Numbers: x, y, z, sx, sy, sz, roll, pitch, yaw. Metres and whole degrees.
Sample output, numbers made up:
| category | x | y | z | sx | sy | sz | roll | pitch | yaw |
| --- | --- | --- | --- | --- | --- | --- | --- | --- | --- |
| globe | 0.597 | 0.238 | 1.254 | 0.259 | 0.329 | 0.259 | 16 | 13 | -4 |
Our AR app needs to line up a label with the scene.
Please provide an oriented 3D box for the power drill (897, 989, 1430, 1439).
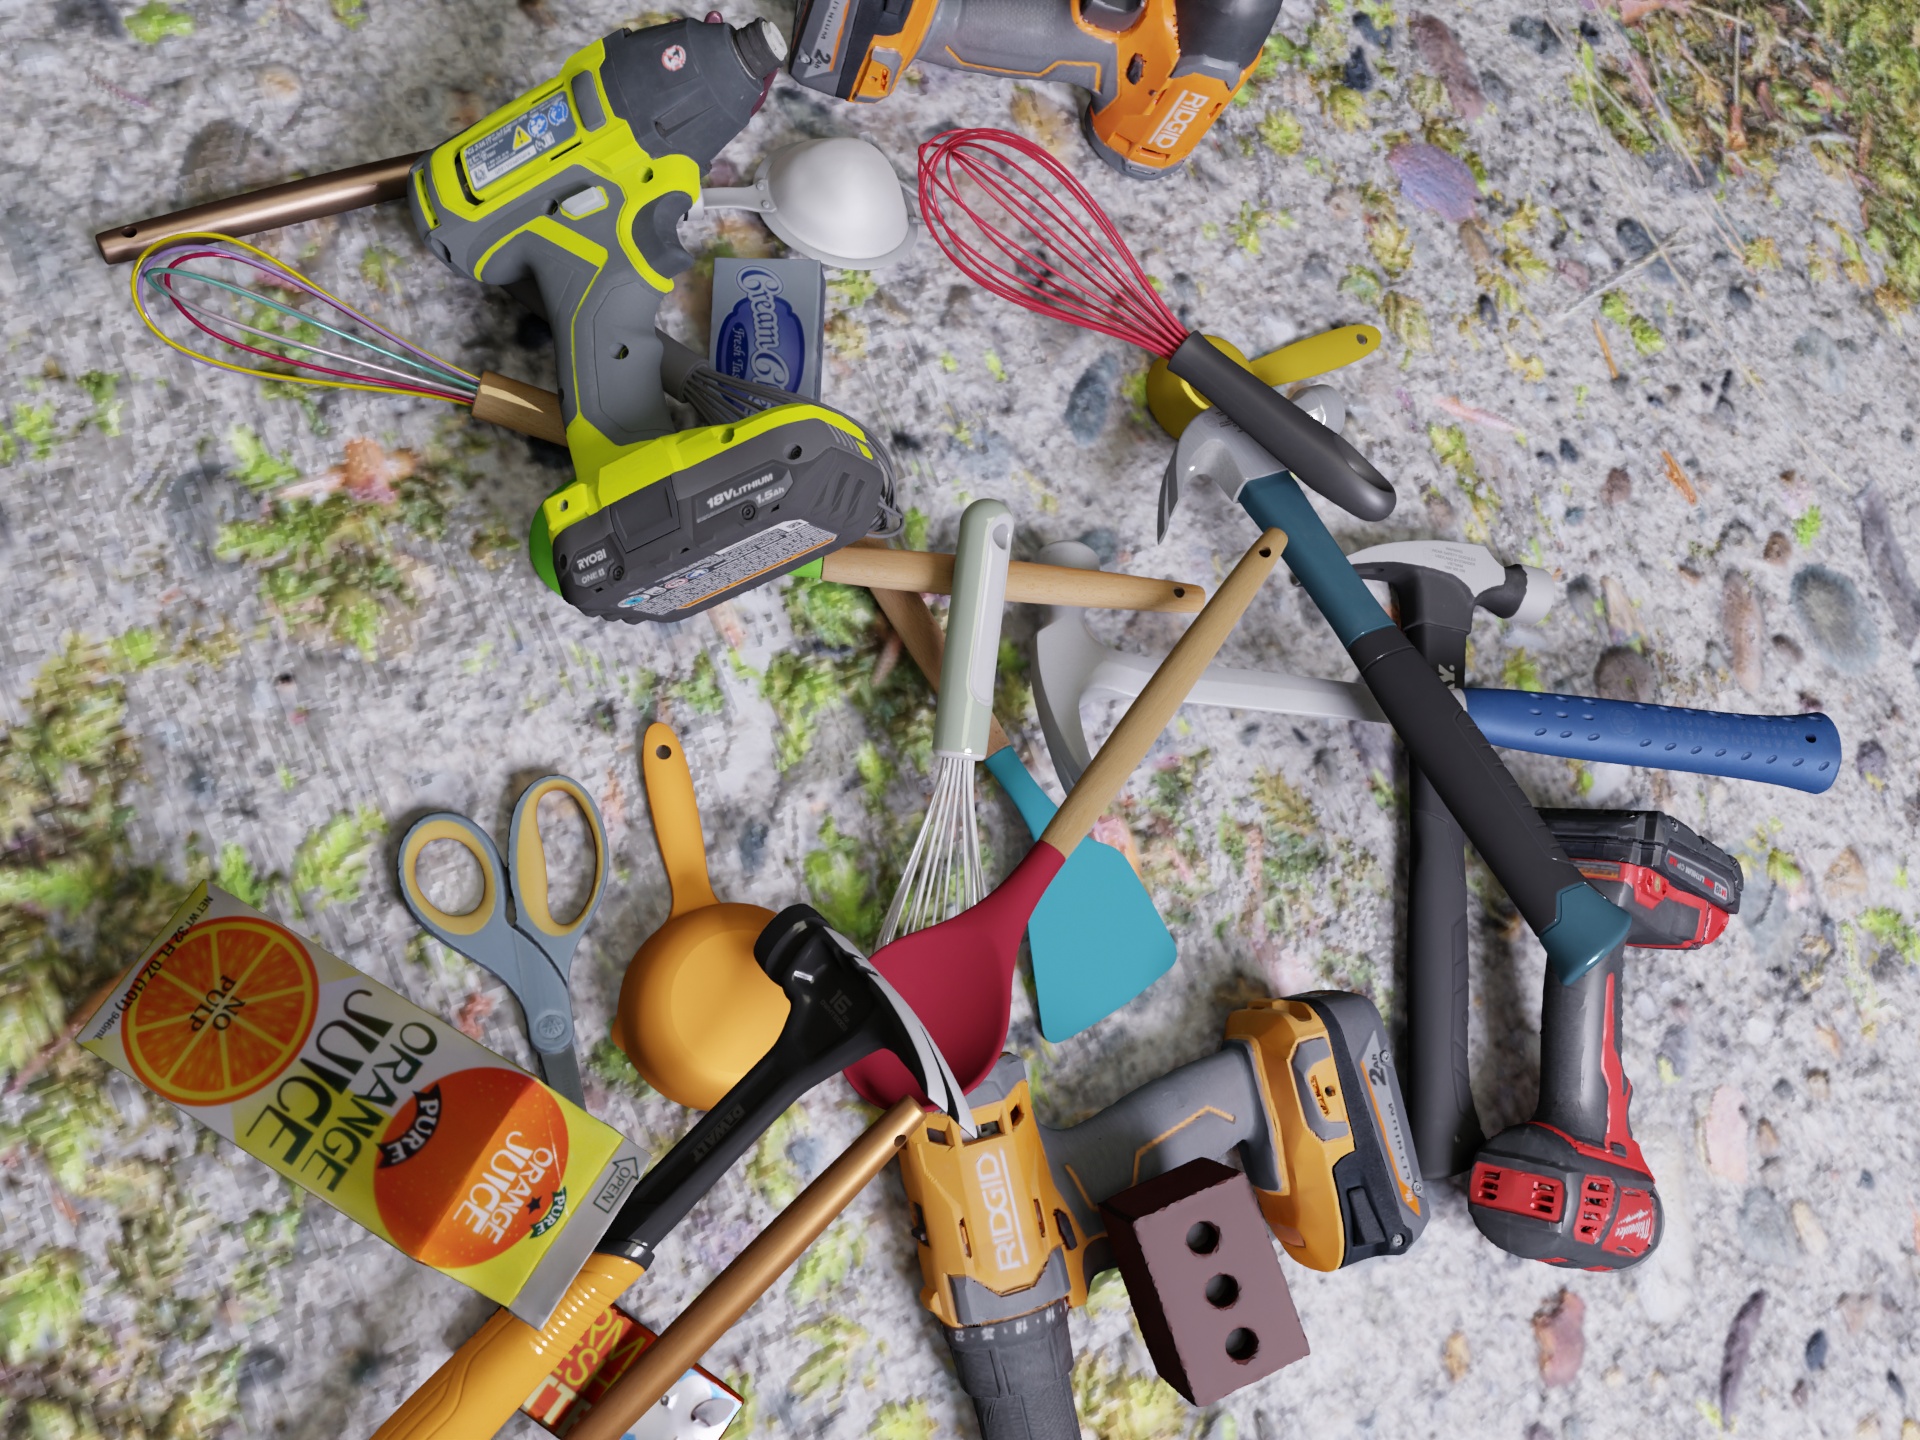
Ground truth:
| category | x | y | z | sx | sy | sz | roll | pitch | yaw |
| --- | --- | --- | --- | --- | --- | --- | --- | --- | --- |
| power drill | 0.090 | 0.224 | 0.706 | 0.226 | 0.084 | 0.185 | -10 | 83 | -18 |

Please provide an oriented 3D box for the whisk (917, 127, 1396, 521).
| category | x | y | z | sx | sy | sz | roll | pitch | yaw |
| --- | --- | --- | --- | --- | --- | --- | --- | --- | --- |
| whisk | 0.093 | -0.193 | 0.778 | 0.296 | 0.073 | 0.073 | 40 | 67 | 7 |

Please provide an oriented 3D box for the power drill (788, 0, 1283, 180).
| category | x | y | z | sx | sy | sz | roll | pitch | yaw |
| --- | --- | --- | --- | --- | --- | --- | --- | --- | --- |
| power drill | 0.042 | -0.354 | 0.783 | 0.226 | 0.164 | 0.084 | 9 | 75 | -16 |

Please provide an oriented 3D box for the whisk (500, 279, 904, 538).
| category | x | y | z | sx | sy | sz | roll | pitch | yaw |
| --- | --- | --- | --- | --- | --- | --- | --- | --- | --- |
| whisk | -0.123 | -0.151 | 0.713 | 0.239 | 0.055 | 0.055 | 34 | 67 | 10 |

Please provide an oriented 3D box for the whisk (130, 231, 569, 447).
| category | x | y | z | sx | sy | sz | roll | pitch | yaw |
| --- | --- | --- | --- | --- | --- | --- | --- | --- | --- |
| whisk | -0.234 | -0.156 | 0.700 | 0.244 | 0.051 | 0.047 | 17 | 66 | -19 |

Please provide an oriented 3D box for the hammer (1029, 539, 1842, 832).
| category | x | y | z | sx | sy | sz | roll | pitch | yaw |
| --- | --- | --- | --- | --- | --- | --- | --- | --- | --- |
| hammer | 0.233 | 0.001 | 0.776 | 0.405 | 0.035 | 0.144 | 6 | 60 | -7 |

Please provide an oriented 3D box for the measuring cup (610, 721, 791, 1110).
| category | x | y | z | sx | sy | sz | roll | pitch | yaw |
| --- | --- | --- | --- | --- | --- | --- | --- | --- | --- |
| measuring cup | -0.108 | 0.080 | 0.680 | 0.095 | 0.052 | 0.174 | -11 | 83 | -22 |

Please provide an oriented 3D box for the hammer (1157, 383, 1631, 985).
| category | x | y | z | sx | sy | sz | roll | pitch | yaw |
| --- | --- | --- | --- | --- | --- | --- | --- | --- | --- |
| hammer | 0.201 | -0.027 | 0.742 | 0.128 | 0.033 | 0.331 | -16 | 61 | -22 |

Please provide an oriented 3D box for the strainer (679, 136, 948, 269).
| category | x | y | z | sx | sy | sz | roll | pitch | yaw |
| --- | --- | --- | --- | --- | --- | --- | --- | --- | --- |
| strainer | -0.122 | -0.252 | 0.766 | 0.258 | 0.050 | 0.087 | -10 | 65 | -19 |

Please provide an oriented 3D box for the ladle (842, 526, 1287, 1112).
| category | x | y | z | sx | sy | sz | roll | pitch | yaw |
| --- | --- | --- | --- | --- | --- | --- | --- | --- | --- |
| ladle | 0.054 | 0.035 | 0.691 | 0.069 | 0.031 | 0.315 | 36 | 75 | 5 |

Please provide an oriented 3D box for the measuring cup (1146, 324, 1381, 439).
| category | x | y | z | sx | sy | sz | roll | pitch | yaw |
| --- | --- | --- | --- | --- | --- | --- | --- | --- | --- |
| measuring cup | 0.172 | -0.194 | 0.862 | 0.156 | 0.029 | 0.062 | -22 | 85 | -21 |

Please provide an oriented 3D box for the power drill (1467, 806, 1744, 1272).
| category | x | y | z | sx | sy | sz | roll | pitch | yaw |
| --- | --- | --- | --- | --- | --- | --- | --- | --- | --- |
| power drill | 0.323 | 0.163 | 0.796 | 0.143 | 0.078 | 0.220 | 24 | 73 | -39 |

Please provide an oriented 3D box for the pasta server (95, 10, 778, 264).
| category | x | y | z | sx | sy | sz | roll | pitch | yaw |
| --- | --- | --- | --- | --- | --- | --- | --- | --- | --- |
| pasta server | -0.230 | -0.262 | 0.730 | 0.316 | 0.040 | 0.060 | -24 | 74 | -22 |

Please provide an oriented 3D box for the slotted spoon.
| category | x | y | z | sx | sy | sz | roll | pitch | yaw |
| --- | --- | --- | --- | --- | --- | --- | --- | --- | --- |
| slotted spoon | -0.038 | -0.072 | 0.731 | 0.313 | 0.031 | 0.070 | 5 | 75 | -10 |

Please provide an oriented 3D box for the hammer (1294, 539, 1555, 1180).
| category | x | y | z | sx | sy | sz | roll | pitch | yaw |
| --- | --- | --- | --- | --- | --- | --- | --- | --- | --- |
| hammer | 0.242 | 0.065 | 0.822 | 0.146 | 0.035 | 0.335 | 10 | 74 | -18 |

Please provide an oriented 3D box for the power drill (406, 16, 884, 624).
| category | x | y | z | sx | sy | sz | roll | pitch | yaw |
| --- | --- | --- | --- | --- | --- | --- | --- | --- | --- |
| power drill | -0.122 | -0.167 | 0.652 | 0.171 | 0.080 | 0.223 | -22 | 80 | 18 |

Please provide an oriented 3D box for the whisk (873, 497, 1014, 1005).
| category | x | y | z | sx | sy | sz | roll | pitch | yaw |
| --- | --- | --- | --- | --- | --- | --- | --- | --- | --- |
| whisk | -0.001 | 0.023 | 0.710 | 0.057 | 0.059 | 0.246 | 8 | 88 | -53 |

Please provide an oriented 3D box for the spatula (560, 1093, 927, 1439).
| category | x | y | z | sx | sy | sz | roll | pitch | yaw |
| --- | --- | --- | --- | --- | --- | --- | --- | --- | --- |
| spatula | -0.126 | 0.267 | 0.599 | 0.322 | 0.041 | 0.080 | -45 | 128 | -7 |

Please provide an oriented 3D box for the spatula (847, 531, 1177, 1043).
| category | x | y | z | sx | sy | sz | roll | pitch | yaw |
| --- | --- | --- | --- | --- | --- | --- | --- | --- | --- |
| spatula | -0.001 | -0.002 | 0.758 | 0.082 | 0.044 | 0.317 | -29 | 83 | -23 |

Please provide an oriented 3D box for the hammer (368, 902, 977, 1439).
| category | x | y | z | sx | sy | sz | roll | pitch | yaw |
| --- | --- | --- | --- | --- | --- | --- | --- | --- | --- |
| hammer | -0.143 | 0.219 | 0.581 | 0.337 | 0.127 | 0.034 | -45 | 131 | -6 |
